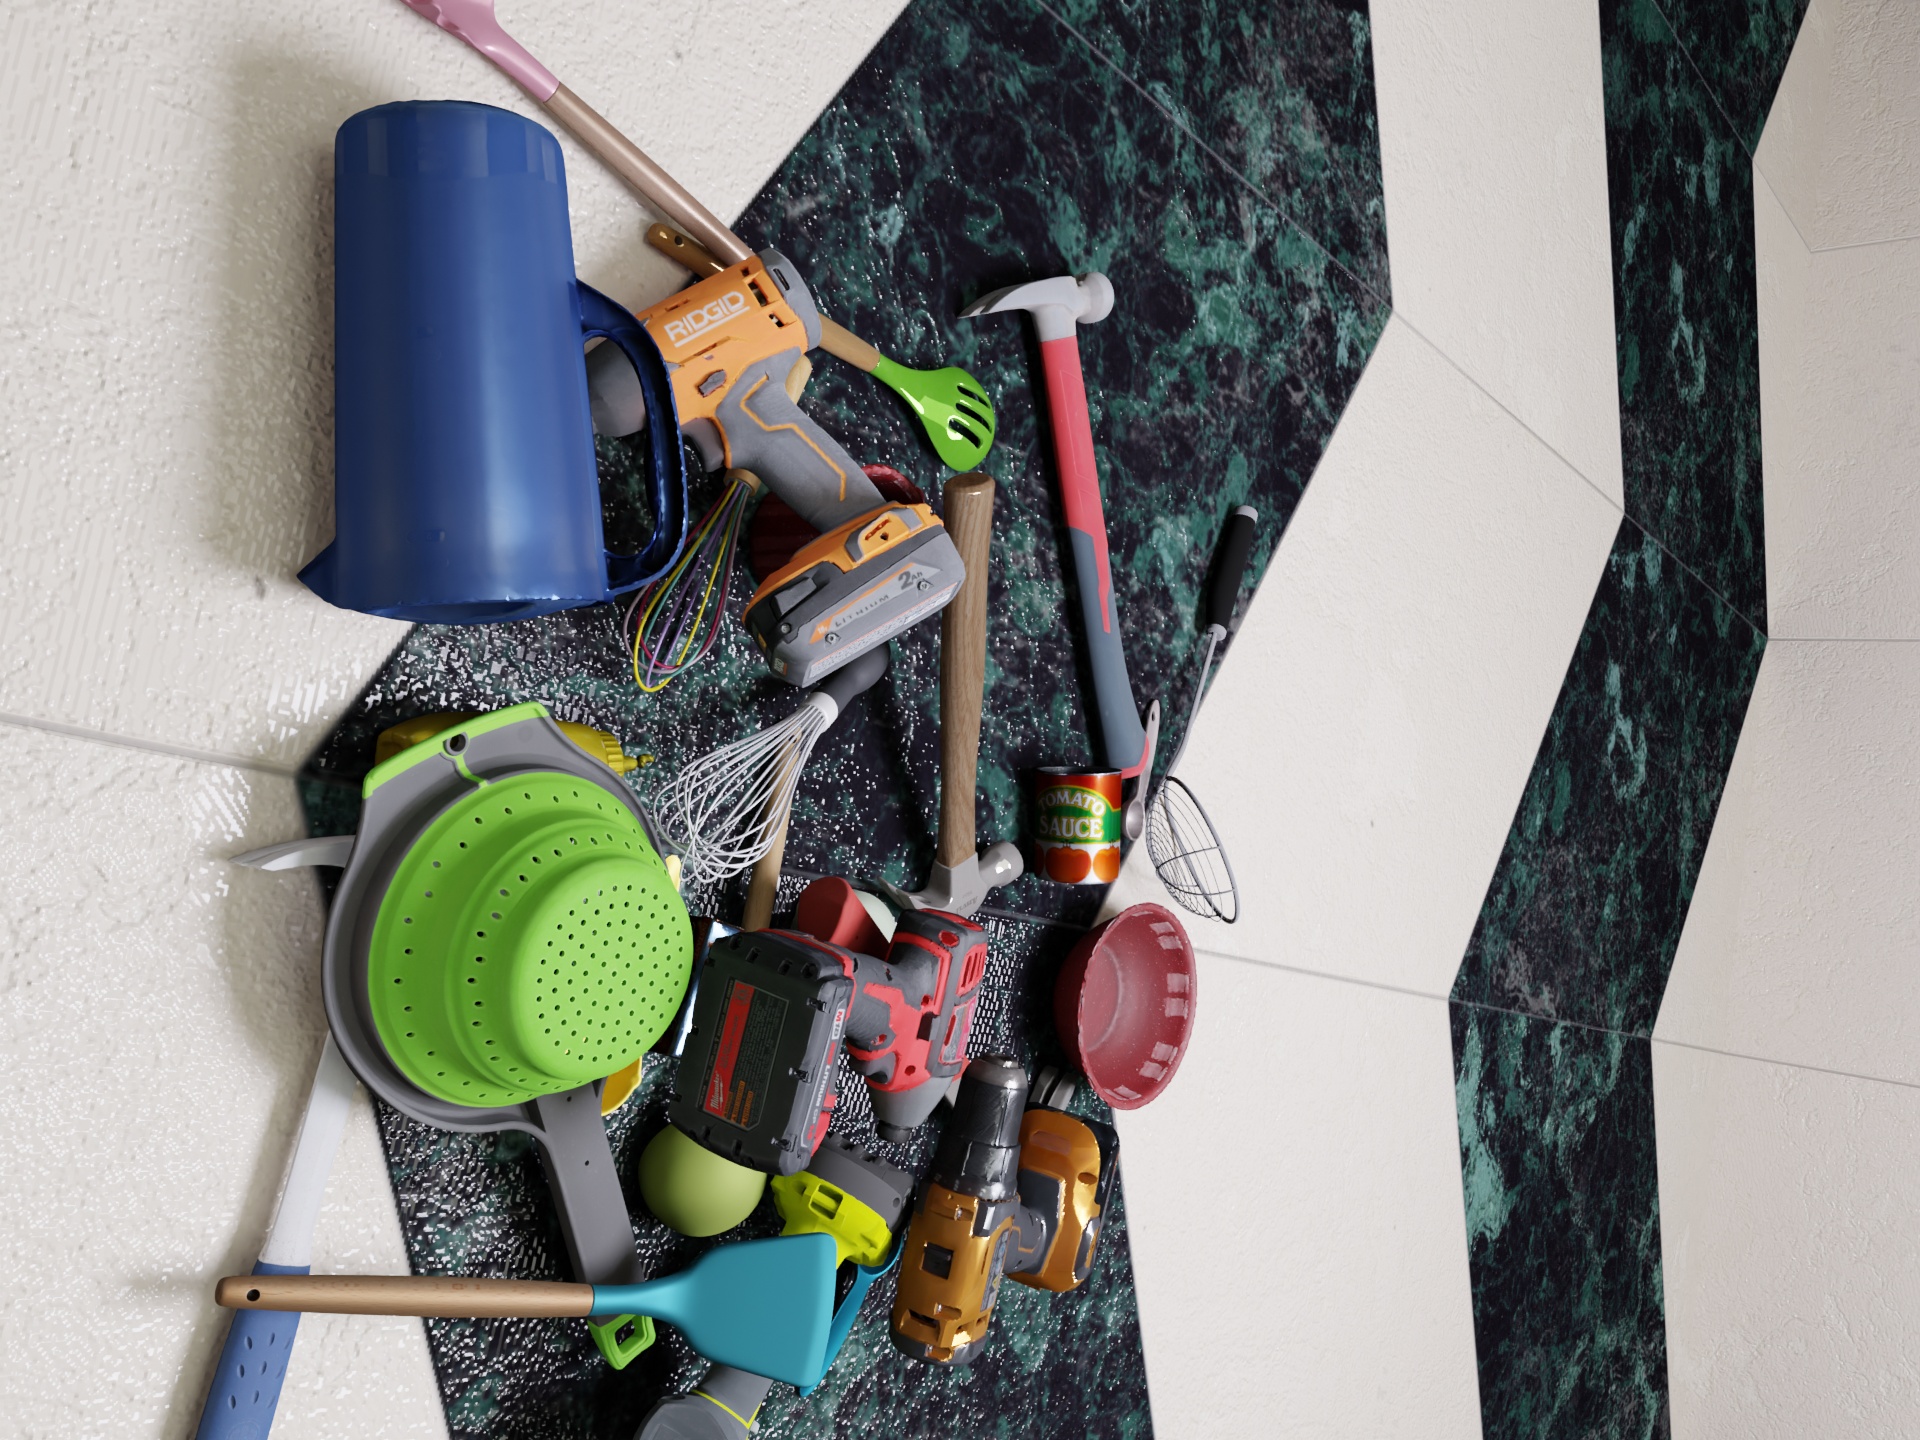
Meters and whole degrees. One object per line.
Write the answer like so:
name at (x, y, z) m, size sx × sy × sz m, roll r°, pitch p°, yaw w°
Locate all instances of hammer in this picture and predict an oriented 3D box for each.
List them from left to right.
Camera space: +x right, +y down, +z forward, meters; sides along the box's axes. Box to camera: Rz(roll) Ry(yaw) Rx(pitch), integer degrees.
hammer at (-0.333, 0.252, 0.776) m, size 0.144 × 0.035 × 0.406 m, roll 24°, pitch 75°, yaw -46°
hammer at (-0.015, 0.215, 1.080) m, size 0.149 × 0.037 × 0.358 m, roll -57°, pitch 140°, yaw -28°
hammer at (-0.002, -0.003, 1.054) m, size 0.130 × 0.031 × 0.331 m, roll -30°, pitch 133°, yaw -43°
hammer at (0.086, -0.137, 1.209) m, size 0.143 × 0.038 × 0.386 m, roll -24°, pitch 109°, yaw -43°

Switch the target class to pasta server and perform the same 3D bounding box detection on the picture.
pasta server at (-0.199, -0.329, 0.873) m, size 0.315 × 0.040 × 0.060 m, roll 36°, pitch 52°, yaw -39°

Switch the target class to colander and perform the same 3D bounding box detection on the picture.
colander at (-0.192, 0.191, 0.831) m, size 0.204 × 0.094 × 0.396 m, roll -30°, pitch 120°, yaw -43°

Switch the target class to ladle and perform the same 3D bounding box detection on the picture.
ladle at (-0.135, 0.154, 0.987) m, size 0.078 × 0.062 × 0.320 m, roll 14°, pitch 72°, yaw -18°

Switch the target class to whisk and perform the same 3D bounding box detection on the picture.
whisk at (-0.142, -0.125, 0.958) m, size 0.047 × 0.051 × 0.245 m, roll 38°, pitch 62°, yaw -36°
whisk at (-0.099, 0.009, 0.957) m, size 0.285 × 0.070 × 0.070 m, roll -54°, pitch 131°, yaw -57°

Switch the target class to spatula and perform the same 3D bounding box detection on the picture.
spatula at (-0.210, 0.296, 0.812) m, size 0.317 × 0.044 × 0.082 m, roll 15°, pitch 76°, yaw -35°

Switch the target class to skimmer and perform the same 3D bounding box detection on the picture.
skimmer at (0.228, -0.013, 1.334) m, size 0.127 × 0.090 × 0.363 m, roll 88°, pitch 18°, yaw -69°

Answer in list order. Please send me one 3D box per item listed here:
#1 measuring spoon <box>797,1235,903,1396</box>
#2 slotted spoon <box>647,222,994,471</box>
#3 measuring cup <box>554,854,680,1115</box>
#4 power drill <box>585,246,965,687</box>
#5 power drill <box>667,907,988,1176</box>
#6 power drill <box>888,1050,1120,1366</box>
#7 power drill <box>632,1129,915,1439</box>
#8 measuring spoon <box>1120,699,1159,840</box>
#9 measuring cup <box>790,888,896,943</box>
measuring spoon at (-0.081, 0.394, 1.078) m, size 0.042 × 0.021 × 0.129 m, roll 41°, pitch 72°, yaw -42°
slotted spoon at (-0.076, -0.243, 1.035) m, size 0.313 × 0.031 × 0.070 m, roll 22°, pitch 75°, yaw -45°
measuring cup at (-0.199, 0.151, 0.924) m, size 0.062 × 0.029 × 0.157 m, roll 36°, pitch 64°, yaw -43°
power drill at (-0.117, -0.136, 0.892) m, size 0.164 × 0.084 × 0.226 m, roll -31°, pitch 85°, yaw -14°
power drill at (-0.062, 0.182, 0.901) m, size 0.219 × 0.079 × 0.143 m, roll 9°, pitch 96°, yaw -62°
power drill at (0.034, 0.304, 1.045) m, size 0.226 × 0.084 × 0.185 m, roll 15°, pitch 87°, yaw -66°
power drill at (-0.114, 0.372, 0.964) m, size 0.223 × 0.080 × 0.171 m, roll -58°, pitch 166°, yaw -28°
measuring spoon at (0.145, 0.039, 1.305) m, size 0.034 × 0.018 × 0.124 m, roll 42°, pitch 55°, yaw -51°
measuring cup at (-0.096, 0.181, 1.027) m, size 0.168 × 0.038 × 0.083 m, roll -56°, pitch 129°, yaw -32°
